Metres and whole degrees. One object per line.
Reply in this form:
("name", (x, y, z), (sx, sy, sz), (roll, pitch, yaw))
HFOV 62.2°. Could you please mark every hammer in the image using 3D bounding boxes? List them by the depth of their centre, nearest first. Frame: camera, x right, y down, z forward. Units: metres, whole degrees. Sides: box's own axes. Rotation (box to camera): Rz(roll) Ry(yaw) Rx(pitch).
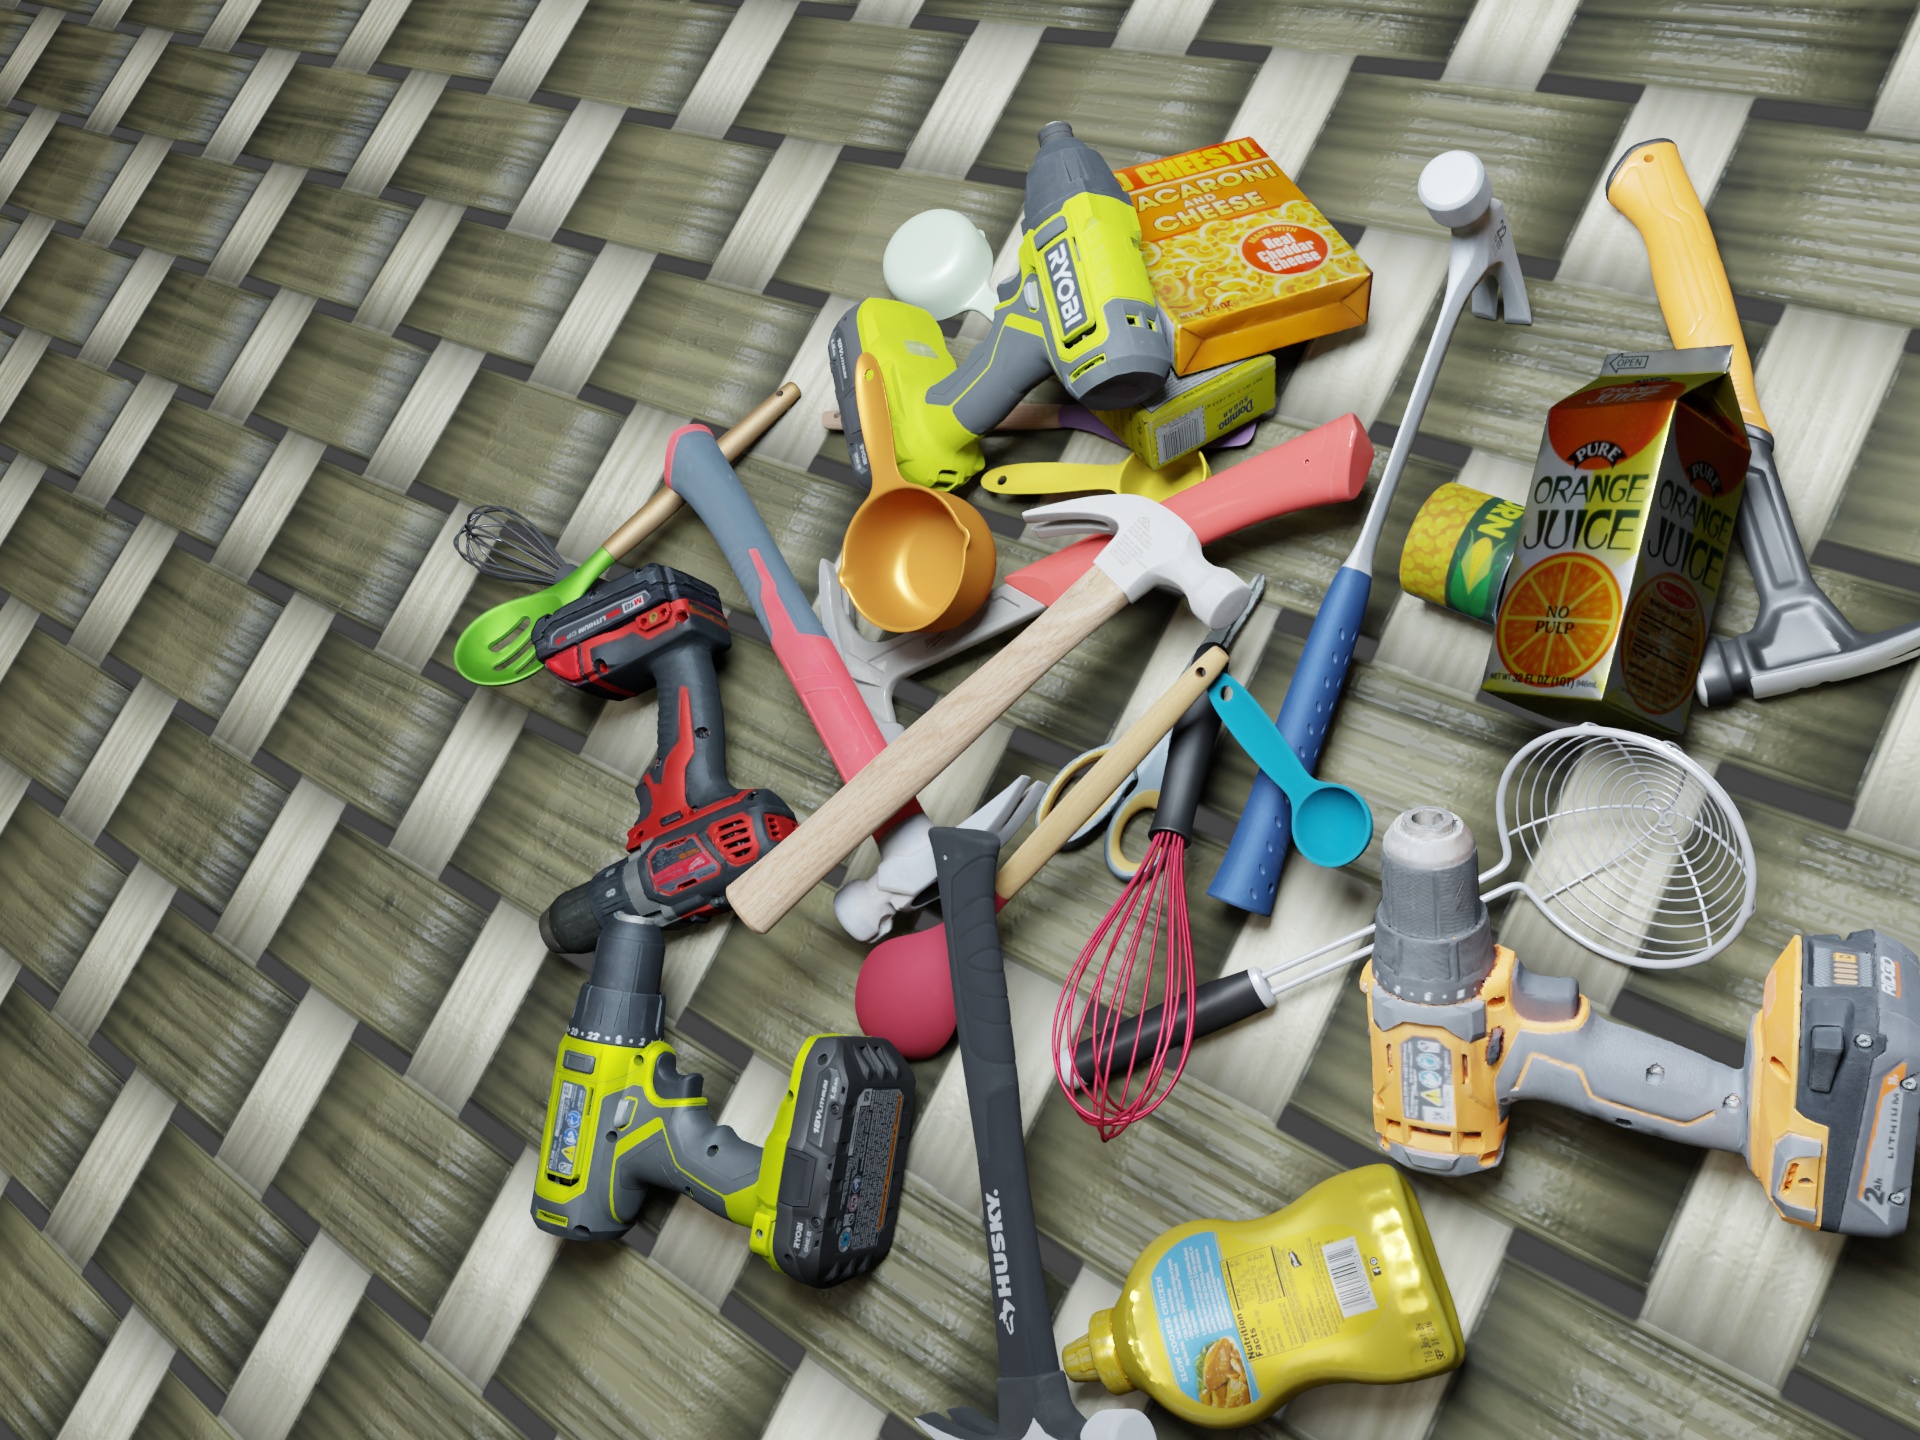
("hammer", (0.016, 0.215, 0.828), (0.146, 0.035, 0.335), (-28, 63, 46))
("hammer", (0.413, -0.175, 0.840), (0.127, 0.034, 0.337), (-16, 63, 22))
("hammer", (0.223, -0.089, 0.868), (0.035, 0.144, 0.405), (19, 88, 33))
("hammer", (-0.001, -0.003, 0.895), (0.331, 0.031, 0.130), (-42, 59, 0))
("hammer", (0.072, -0.099, 0.956), (0.359, 0.036, 0.149), (-24, 66, 24))
("hammer", (-0.089, -0.058, 1.002), (0.143, 0.038, 0.387), (-39, 60, 16))

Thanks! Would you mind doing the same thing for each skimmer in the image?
("skimmer", (0.203, 0.118, 0.795), (0.363, 0.090, 0.127), (-28, 91, 18))

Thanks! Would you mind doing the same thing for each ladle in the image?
("ladle", (0.040, 0.077, 0.884), (0.069, 0.031, 0.315), (46, 109, 16))

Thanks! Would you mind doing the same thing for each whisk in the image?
("whisk", (0.106, 0.080, 0.841), (0.073, 0.073, 0.296), (1, 56, 28))
("whisk", (-0.287, -0.104, 1.169), (0.239, 0.055, 0.055), (26, 83, 28))

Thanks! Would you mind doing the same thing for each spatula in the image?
("spatula", (0.045, -0.203, 1.051), (0.316, 0.018, 0.060), (4, 67, 27))

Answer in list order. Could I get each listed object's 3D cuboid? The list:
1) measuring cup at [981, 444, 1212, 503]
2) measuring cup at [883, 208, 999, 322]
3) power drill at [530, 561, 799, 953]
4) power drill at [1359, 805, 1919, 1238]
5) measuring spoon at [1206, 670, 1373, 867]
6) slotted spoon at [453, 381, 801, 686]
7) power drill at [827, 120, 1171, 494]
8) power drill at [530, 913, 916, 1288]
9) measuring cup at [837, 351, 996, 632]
("measuring cup", (0.086, -0.147, 1.003), (0.156, 0.029, 0.062), (5, 72, 31))
("measuring cup", (0.008, -0.300, 1.096), (0.083, 0.038, 0.168), (-49, 55, 2))
("power drill", (-0.212, 0.032, 1.043), (0.188, 0.080, 0.227), (-24, 71, 17))
("power drill", (0.291, 0.128, 0.701), (0.226, 0.185, 0.084), (3, 28, 27))
("measuring spoon", (0.169, 0.022, 0.823), (0.042, 0.021, 0.129), (-48, 58, 23))
("slotted spoon", (-0.229, -0.134, 1.128), (0.314, 0.031, 0.070), (-44, 63, -10))
("power drill", (0.020, -0.240, 0.971), (0.223, 0.080, 0.171), (-26, 72, 44))
("power drill", (-0.145, 0.221, 0.930), (0.228, 0.080, 0.190), (5, 82, 30))
("measuring cup", (-0.030, -0.136, 0.960), (0.095, 0.052, 0.174), (-16, 80, 31))
